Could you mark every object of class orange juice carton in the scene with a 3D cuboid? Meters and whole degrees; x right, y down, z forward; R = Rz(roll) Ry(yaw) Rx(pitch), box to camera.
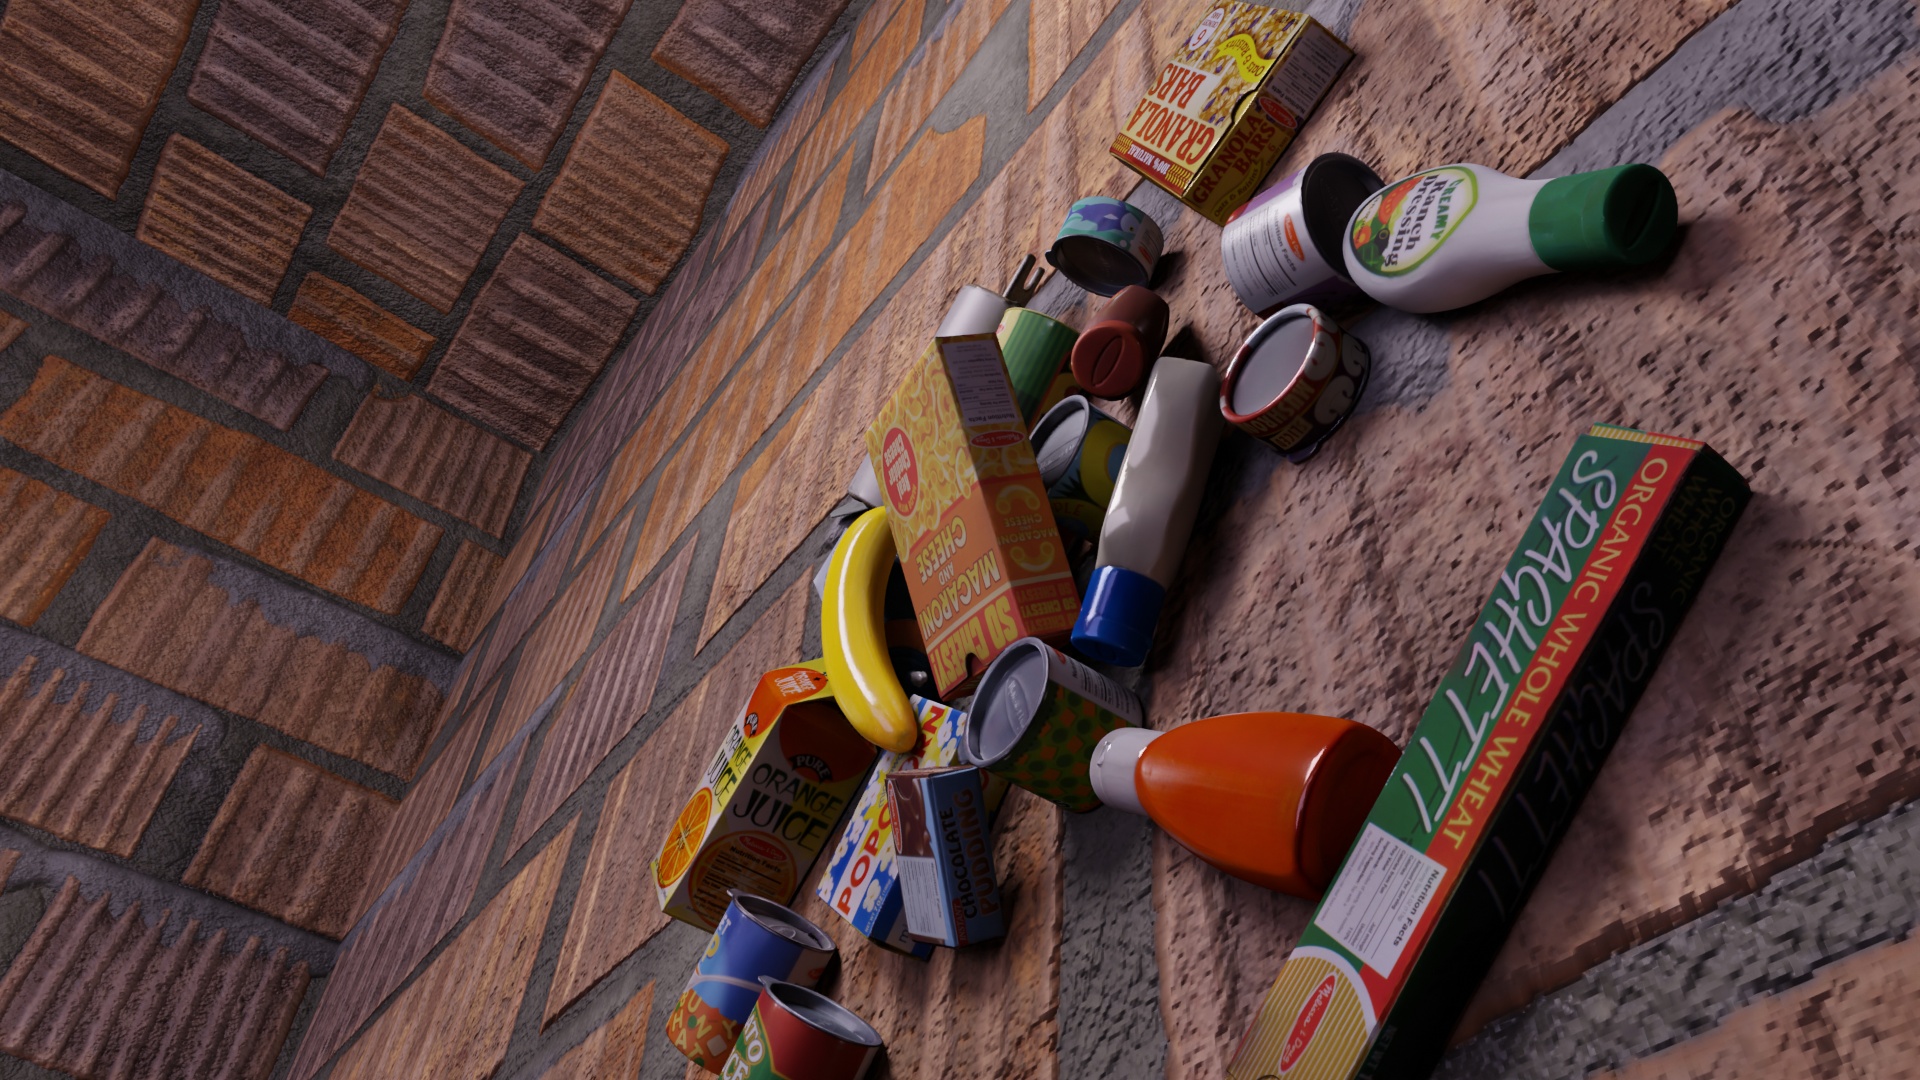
[{"bbox_3d":[-0.119,0.157,0.901,0.192,0.073,0.072,-59,21,0],"label":"orange juice carton"}]

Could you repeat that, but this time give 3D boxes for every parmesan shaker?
[{"bbox_3d":[0.036,-0.086,0.884,0.103,0.071,0.071,-64,22,-8],"label":"parmesan shaker"}]

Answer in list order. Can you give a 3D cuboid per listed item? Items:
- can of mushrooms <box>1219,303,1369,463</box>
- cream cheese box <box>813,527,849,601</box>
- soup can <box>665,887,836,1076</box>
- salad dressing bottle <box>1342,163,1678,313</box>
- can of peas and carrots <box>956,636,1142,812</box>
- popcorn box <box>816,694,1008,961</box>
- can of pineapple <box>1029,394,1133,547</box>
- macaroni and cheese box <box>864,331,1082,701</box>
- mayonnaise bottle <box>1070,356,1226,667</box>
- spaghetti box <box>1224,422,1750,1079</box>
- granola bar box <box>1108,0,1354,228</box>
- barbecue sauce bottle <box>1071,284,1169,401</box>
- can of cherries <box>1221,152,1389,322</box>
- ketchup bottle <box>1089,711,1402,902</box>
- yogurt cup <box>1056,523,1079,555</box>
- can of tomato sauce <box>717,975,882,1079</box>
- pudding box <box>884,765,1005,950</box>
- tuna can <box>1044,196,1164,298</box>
[{"bbox_3d":[0.155,-0.074,0.651,0.070,0.033,0.071,-46,26,30],"label":"can of mushrooms"},{"bbox_3d":[-0.081,0.032,1.044,0.053,0.024,0.104,-58,21,8],"label":"cream cheese box"},{"bbox_3d":[-0.122,0.252,0.791,0.084,0.071,0.071,-62,22,-4],"label":"soup can"},{"bbox_3d":[0.218,-0.125,0.564,0.064,0.044,0.147,-63,22,-4],"label":"salad dressing bottle"},{"bbox_3d":[0.042,0.089,0.656,0.070,0.058,0.071,-48,25,30],"label":"can of peas and carrots"},{"bbox_3d":[-0.023,0.151,0.747,0.127,0.038,0.085,-64,22,-10],"label":"popcorn box"},{"bbox_3d":[0.069,-0.035,0.754,0.070,0.058,0.071,-47,25,30],"label":"can of pineapple"},{"bbox_3d":[0.003,-0.009,0.751,0.123,0.040,0.167,-45,57,60],"label":"macaroni and cheese box"},{"bbox_3d":[0.093,-0.013,0.676,0.064,0.041,0.148,61,-133,-62],"label":"mayonnaise bottle"},{"bbox_3d":[0.165,0.078,0.441,0.250,0.028,0.050,-60,22,-1],"label":"spaghetti box"},{"bbox_3d":[0.163,-0.275,0.878,0.124,0.039,0.166,-54,22,15],"label":"granola bar box"},{"bbox_3d":[0.086,-0.104,0.754,0.064,0.044,0.149,-61,-3,16],"label":"barbecue sauce bottle"},{"bbox_3d":[0.170,-0.143,0.667,0.058,0.071,0.072,-25,41,57],"label":"can of cherries"},{"bbox_3d":[0.102,0.096,0.537,0.148,0.043,0.065,-5,57,64],"label":"ketchup bottle"},{"bbox_3d":[0.036,-0.020,0.813,0.072,0.054,0.073,-46,26,30],"label":"yogurt cup"},{"bbox_3d":[-0.089,0.273,0.694,0.083,0.071,0.071,-63,22,-7],"label":"can of tomato sauce"},{"bbox_3d":[-0.008,0.152,0.673,0.049,0.030,0.084,-20,78,60],"label":"pudding box"},{"bbox_3d":[0.091,-0.186,0.882,0.071,0.071,0.033,-12,50,62],"label":"tuna can"}]
